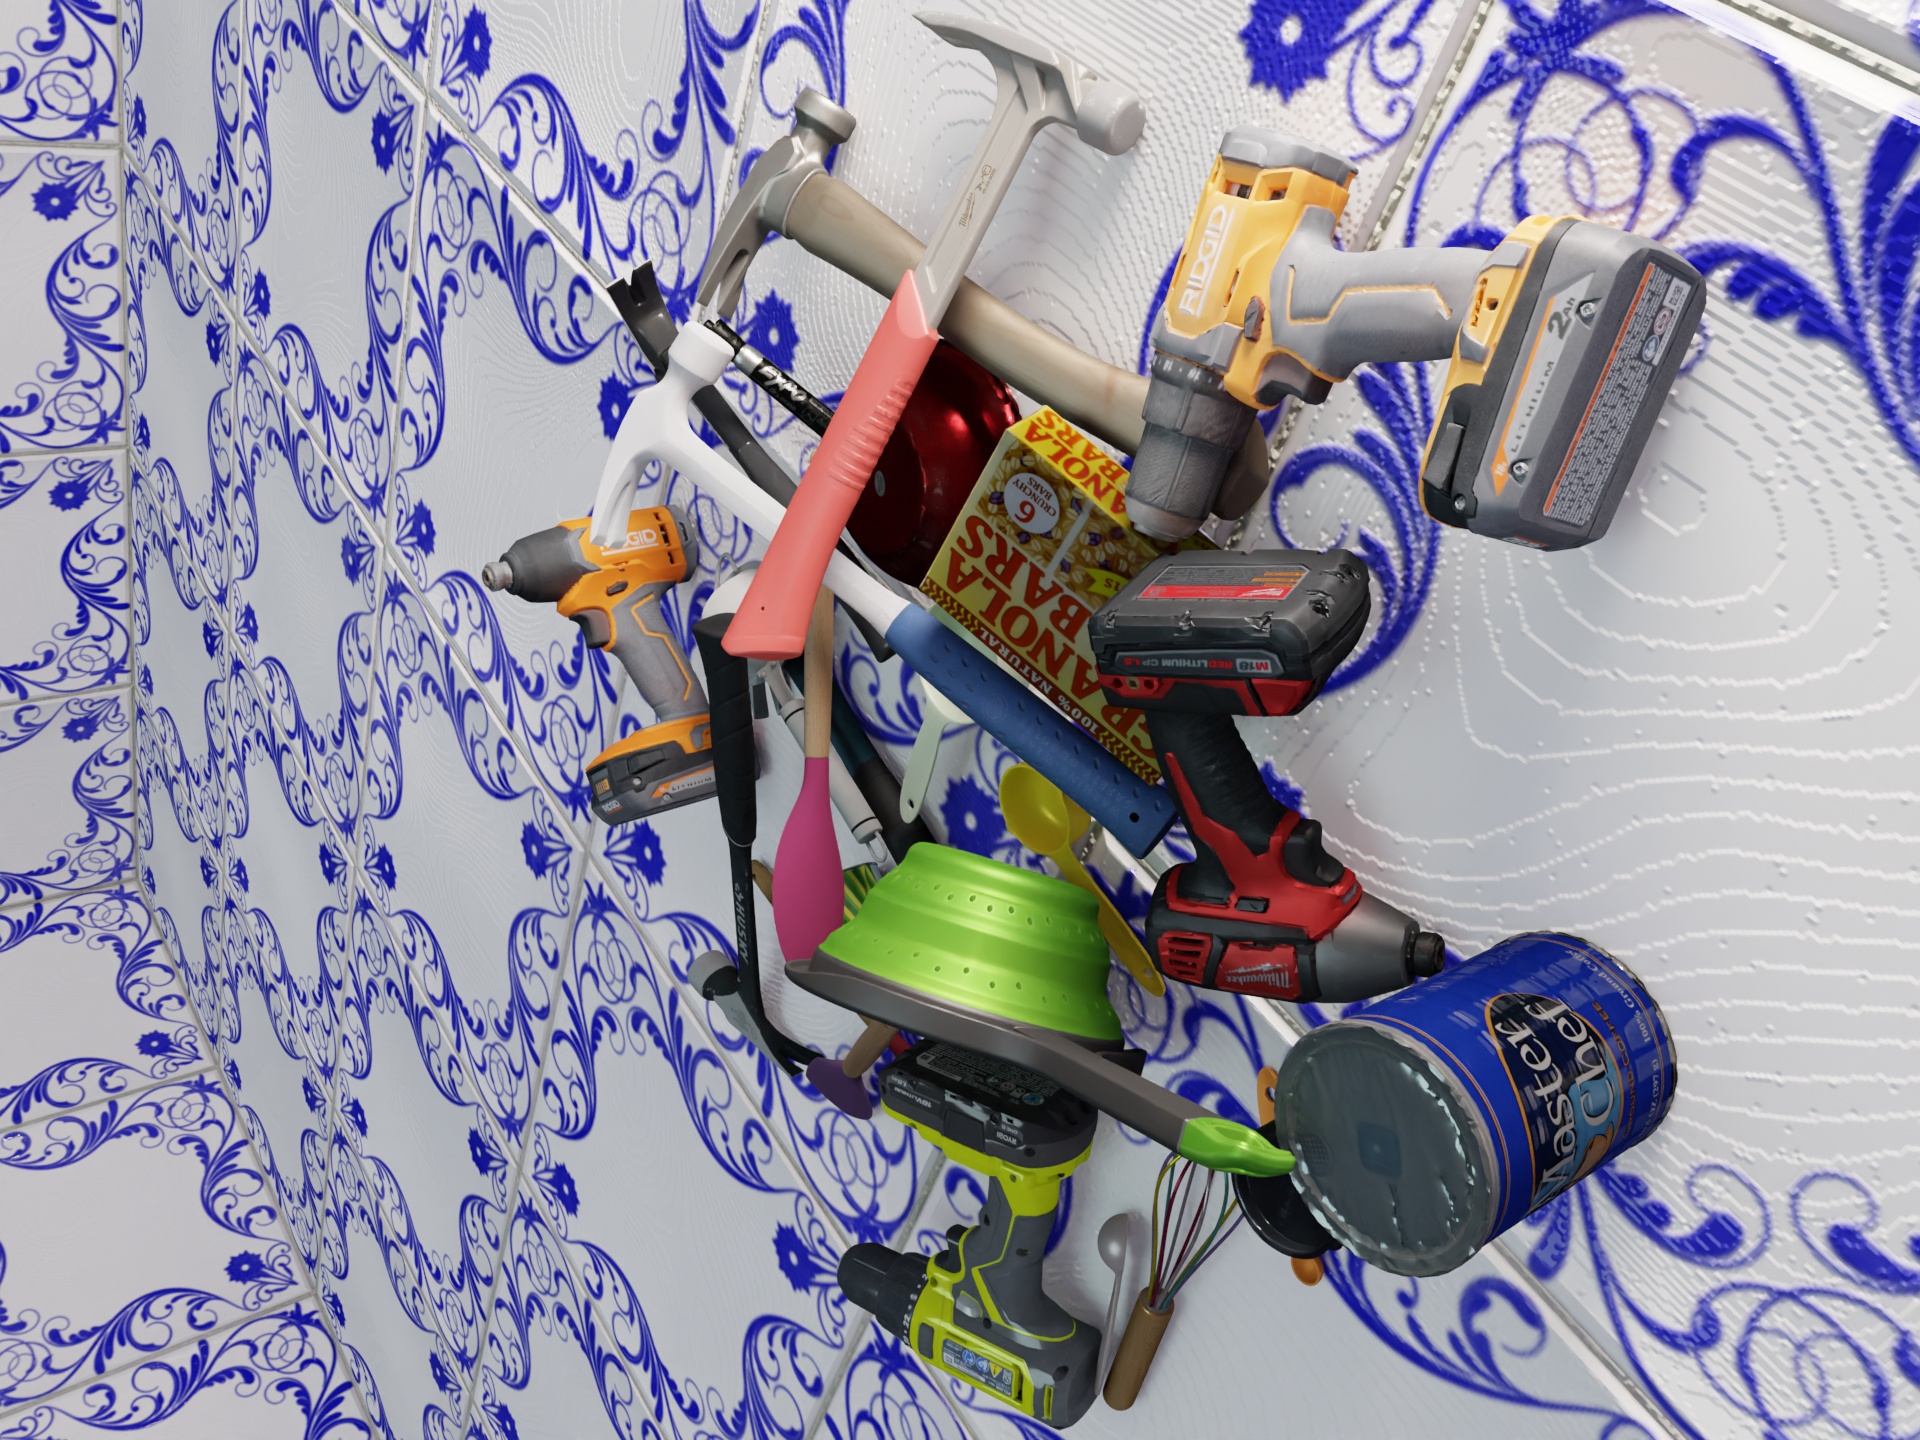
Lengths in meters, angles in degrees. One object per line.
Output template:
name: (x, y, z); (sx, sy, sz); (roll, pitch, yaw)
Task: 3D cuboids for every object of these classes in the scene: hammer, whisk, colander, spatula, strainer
hammer: (-0.047, -0.058, 0.909); (0.406, 0.035, 0.144); (39, 103, 15)
hammer: (-0.044, -0.195, 0.860); (0.149, 0.036, 0.359); (36, 105, 29)
whisk: (0.115, 0.322, 0.921); (0.051, 0.047, 0.244); (41, 133, 36)
hammer: (-0.156, 0.094, 1.133); (0.149, 0.036, 0.408); (39, 142, 35)
colander: (0.047, 0.129, 0.806); (0.397, 0.204, 0.094); (8, 80, 65)
hammer: (-0.130, -0.165, 1.042); (0.335, 0.035, 0.146); (52, 173, 24)
hammer: (0.002, -0.213, 0.878); (0.411, 0.038, 0.146); (41, 105, 33)
spatula: (-0.067, 0.229, 1.060); (0.060, 0.018, 0.315); (41, 156, 6)
hammer: (-0.056, 0.043, 1.061); (0.331, 0.033, 0.128); (58, 138, 23)
strainer: (-0.115, -0.013, 1.063); (0.087, 0.050, 0.259); (-44, 68, 30)

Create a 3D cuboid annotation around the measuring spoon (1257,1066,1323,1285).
measuring spoon: (0.177, 0.242, 0.848); (0.021, 0.011, 0.117); (-16, 84, 53)

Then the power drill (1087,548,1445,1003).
power drill: (0.144, 0.036, 0.738); (0.143, 0.078, 0.219); (4, 120, 34)

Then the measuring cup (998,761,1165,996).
measuring cup: (0.079, 0.088, 0.919); (0.156, 0.029, 0.062); (56, 142, 7)

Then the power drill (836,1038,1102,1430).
power drill: (0.003, 0.314, 1.006); (0.191, 0.080, 0.228); (15, 113, 32)

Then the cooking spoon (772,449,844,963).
cooking spoon: (-0.086, -0.003, 0.962); (0.017, 0.068, 0.319); (2, 92, 34)

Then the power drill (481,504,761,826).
power drill: (-0.252, -0.042, 1.179); (0.084, 0.164, 0.226); (-23, 85, 51)

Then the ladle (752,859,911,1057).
ladle: (-0.071, 0.197, 1.133); (0.316, 0.031, 0.069); (44, 131, 37)

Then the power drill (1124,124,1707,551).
power drill: (0.166, -0.139, 0.669); (0.226, 0.084, 0.185); (35, 112, 44)

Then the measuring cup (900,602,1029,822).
measuring cup: (-0.002, -0.003, 0.974); (0.083, 0.038, 0.167); (47, 134, 33)

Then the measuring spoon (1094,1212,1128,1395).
measuring spoon: (0.086, 0.355, 0.964); (0.018, 0.034, 0.124); (8, 105, 4)
